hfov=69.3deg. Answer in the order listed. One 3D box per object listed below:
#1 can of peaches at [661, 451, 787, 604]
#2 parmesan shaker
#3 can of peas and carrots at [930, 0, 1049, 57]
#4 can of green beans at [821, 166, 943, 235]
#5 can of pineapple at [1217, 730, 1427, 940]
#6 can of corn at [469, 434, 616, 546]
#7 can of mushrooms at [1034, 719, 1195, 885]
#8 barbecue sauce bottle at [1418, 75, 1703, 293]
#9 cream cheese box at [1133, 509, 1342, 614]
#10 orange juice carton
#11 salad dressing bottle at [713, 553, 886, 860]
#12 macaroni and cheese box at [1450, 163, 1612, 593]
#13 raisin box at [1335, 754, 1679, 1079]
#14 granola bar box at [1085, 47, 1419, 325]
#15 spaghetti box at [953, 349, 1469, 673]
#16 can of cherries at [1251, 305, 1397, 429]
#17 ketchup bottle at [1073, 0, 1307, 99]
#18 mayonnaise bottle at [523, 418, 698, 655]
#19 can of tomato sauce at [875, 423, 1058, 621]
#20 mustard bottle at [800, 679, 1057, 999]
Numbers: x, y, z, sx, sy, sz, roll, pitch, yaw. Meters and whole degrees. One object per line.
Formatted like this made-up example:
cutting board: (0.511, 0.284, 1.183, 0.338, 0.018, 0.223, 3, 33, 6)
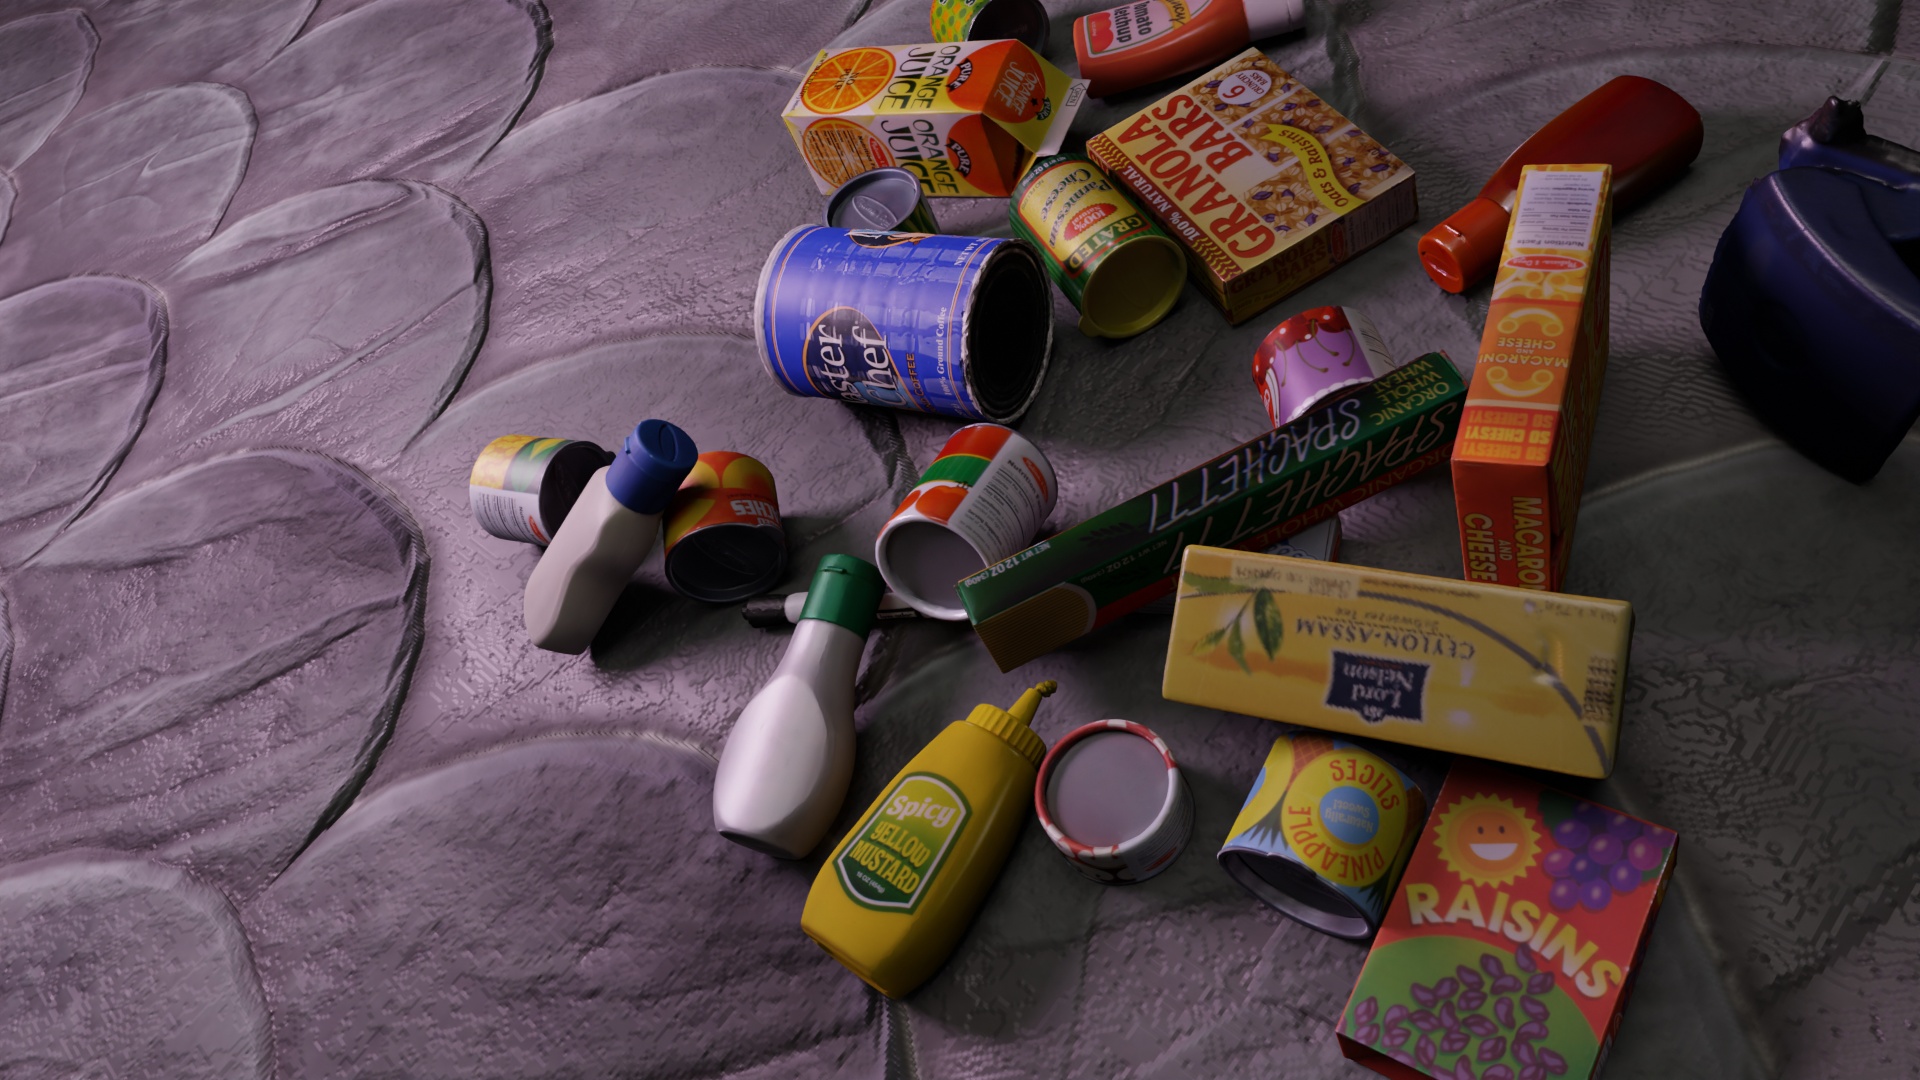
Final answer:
can of peaches: (-0.130, -0.009, 0.769, 0.071, 0.071, 0.058, -21, 49, 7)
parmesan shaker: (0.075, -0.172, 0.809, 0.071, 0.071, 0.103, -30, 49, -1)
can of peas and carrots: (0.019, -0.364, 0.976, 0.071, 0.070, 0.059, -35, 49, -5)
can of green beans: (-0.047, -0.193, 0.881, 0.071, 0.057, 0.071, -11, 51, 15)
can of pineapple: (0.146, 0.117, 0.557, 0.071, 0.070, 0.058, 18, 63, 32)
can of corn: (-0.249, -0.031, 0.838, 0.058, 0.071, 0.071, 7, 58, 27)
can of mushrooms: (0.066, 0.114, 0.616, 0.071, 0.033, 0.071, -11, 52, 15)
barbecue sauce bottle: (0.313, -0.187, 0.736, 0.149, 0.043, 0.065, -34, 49, -4)
cream cheese box: (0.129, 0.010, 0.675, 0.104, 0.024, 0.053, 3, 56, 24)
orange juice carton: (-0.013, -0.279, 0.923, 0.193, 0.072, 0.072, 7, 58, 27)
salad dressing bottle: (-0.074, 0.079, 0.682, 0.064, 0.044, 0.148, 7, 65, 24)
macaroni and cheese box: (0.256, -0.063, 0.612, 0.040, 0.123, 0.167, 7, 58, 28)
raisin box: (0.207, 0.154, 0.523, 0.086, 0.040, 0.124, 18, 64, 33)
granola bar box: (0.168, -0.212, 0.819, 0.124, 0.039, 0.166, -30, 49, -2)
spaghetti box: (0.119, -0.012, 0.646, 0.250, 0.050, 0.029, -26, 52, 3)
can of cherries: (0.182, -0.072, 0.689, 0.071, 0.071, 0.059, -19, 50, 8)
ketchup bottle: (0.151, -0.338, 0.919, 0.149, 0.043, 0.065, -11, 51, 14)
mayonnaise bottle: (-0.192, -0.003, 0.758, 0.147, 0.041, 0.065, -49, 39, 32)
can of tomato sauce: (0.002, -0.009, 0.700, 0.071, 0.071, 0.083, 5, 37, 26)
mustard bottle: (-0.004, 0.123, 0.628, 0.065, 0.048, 0.161, 23, 66, 33)
